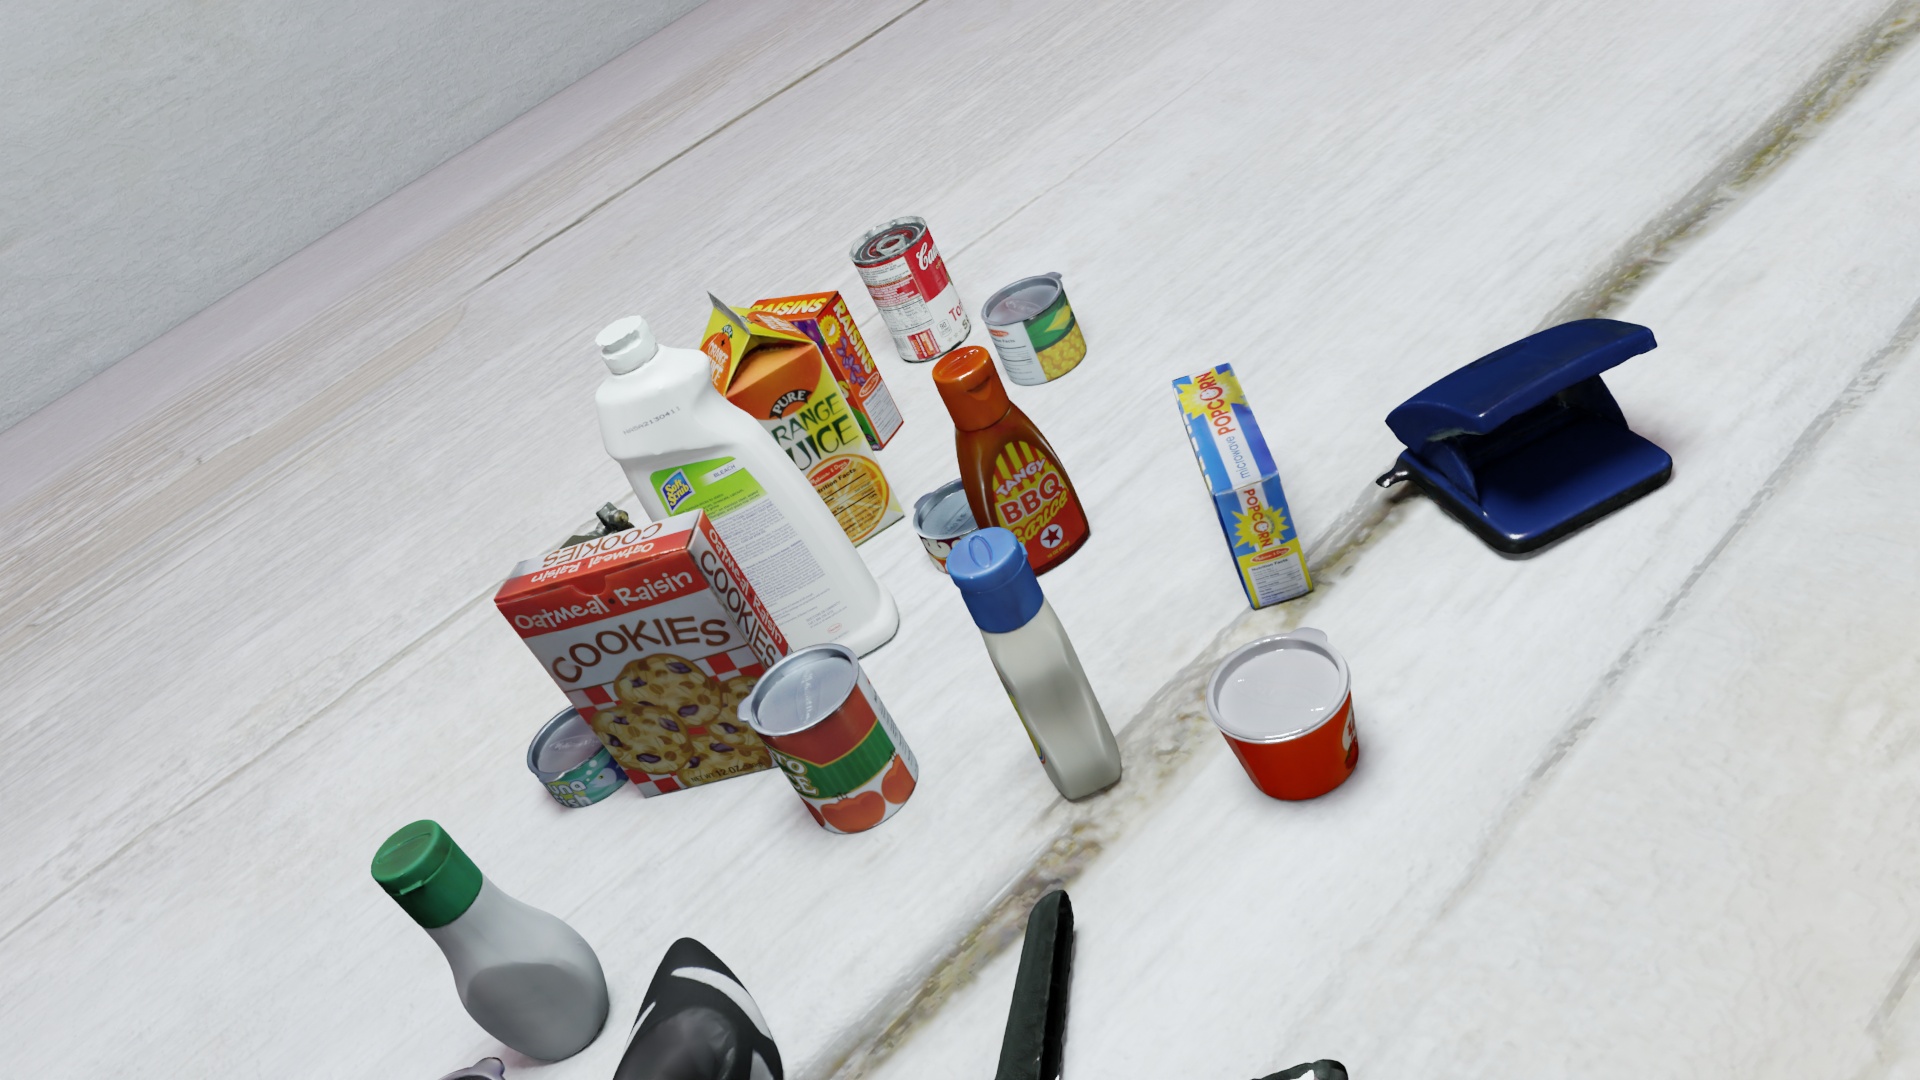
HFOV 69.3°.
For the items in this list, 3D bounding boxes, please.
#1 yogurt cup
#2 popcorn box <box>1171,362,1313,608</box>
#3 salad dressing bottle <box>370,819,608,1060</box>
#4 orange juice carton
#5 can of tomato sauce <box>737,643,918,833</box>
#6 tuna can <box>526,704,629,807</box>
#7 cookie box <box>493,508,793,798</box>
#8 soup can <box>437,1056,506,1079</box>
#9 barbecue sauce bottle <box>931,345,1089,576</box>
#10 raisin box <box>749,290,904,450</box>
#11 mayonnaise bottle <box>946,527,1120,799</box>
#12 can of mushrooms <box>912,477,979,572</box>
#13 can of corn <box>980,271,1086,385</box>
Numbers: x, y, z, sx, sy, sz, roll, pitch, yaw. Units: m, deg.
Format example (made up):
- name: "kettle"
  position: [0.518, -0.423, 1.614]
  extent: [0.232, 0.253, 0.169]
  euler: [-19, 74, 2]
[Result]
- name: "yogurt cup"
  position: [0.156, 0.086, 0.659]
  extent: [0.072, 0.053, 0.073]
  euler: [-18, 34, 13]
- name: "popcorn box"
  position: [0.159, -0.033, 0.791]
  extent: [0.038, 0.085, 0.127]
  euler: [-20, 34, 10]
- name: "salad dressing bottle"
  position: [-0.230, 0.197, 0.684]
  extent: [0.064, 0.147, 0.044]
  euler: [-26, 33, 1]
- name: "orange juice carton"
  position: [-0.118, -0.083, 0.948]
  extent: [0.073, 0.192, 0.072]
  euler: [-33, 34, -10]
- name: "can of tomato sauce"
  position: [-0.070, 0.109, 0.754]
  extent: [0.071, 0.082, 0.071]
  euler: [-18, 34, 13]
- name: "tuna can"
  position: [-0.237, 0.135, 0.877]
  extent: [0.071, 0.032, 0.071]
  euler: [-18, 34, 13]
- name: "cookie box"
  position: [-0.166, 0.069, 0.796]
  extent: [0.123, 0.166, 0.040]
  euler: [-16, 35, 16]
- name: "soup can"
  position: [-0.203, 0.281, 0.609]
  extent: [0.071, 0.083, 0.072]
  euler: [-18, 34, 13]
- name: "barbecue sauce bottle"
  position: [0.027, -0.048, 0.844]
  extent: [0.065, 0.148, 0.044]
  euler: [-35, 34, -12]
- name: "raisin box"
  position: [-0.108, -0.128, 1.066]
  extent: [0.086, 0.123, 0.040]
  euler: [2, 43, 36]
- name: "mayonnaise bottle"
  position: [0.037, 0.060, 0.691]
  extent: [0.041, 0.147, 0.065]
  euler: [-26, 33, 2]
- name: "can of mushrooms"
  position: [0.003, -0.011, 0.914]
  extent: [0.071, 0.033, 0.071]
  euler: [-18, 34, 13]
- name: "can of corn"
  position: [0.058, -0.161, 1.058]
  extent: [0.071, 0.058, 0.071]
  euler: [-18, 34, 13]
